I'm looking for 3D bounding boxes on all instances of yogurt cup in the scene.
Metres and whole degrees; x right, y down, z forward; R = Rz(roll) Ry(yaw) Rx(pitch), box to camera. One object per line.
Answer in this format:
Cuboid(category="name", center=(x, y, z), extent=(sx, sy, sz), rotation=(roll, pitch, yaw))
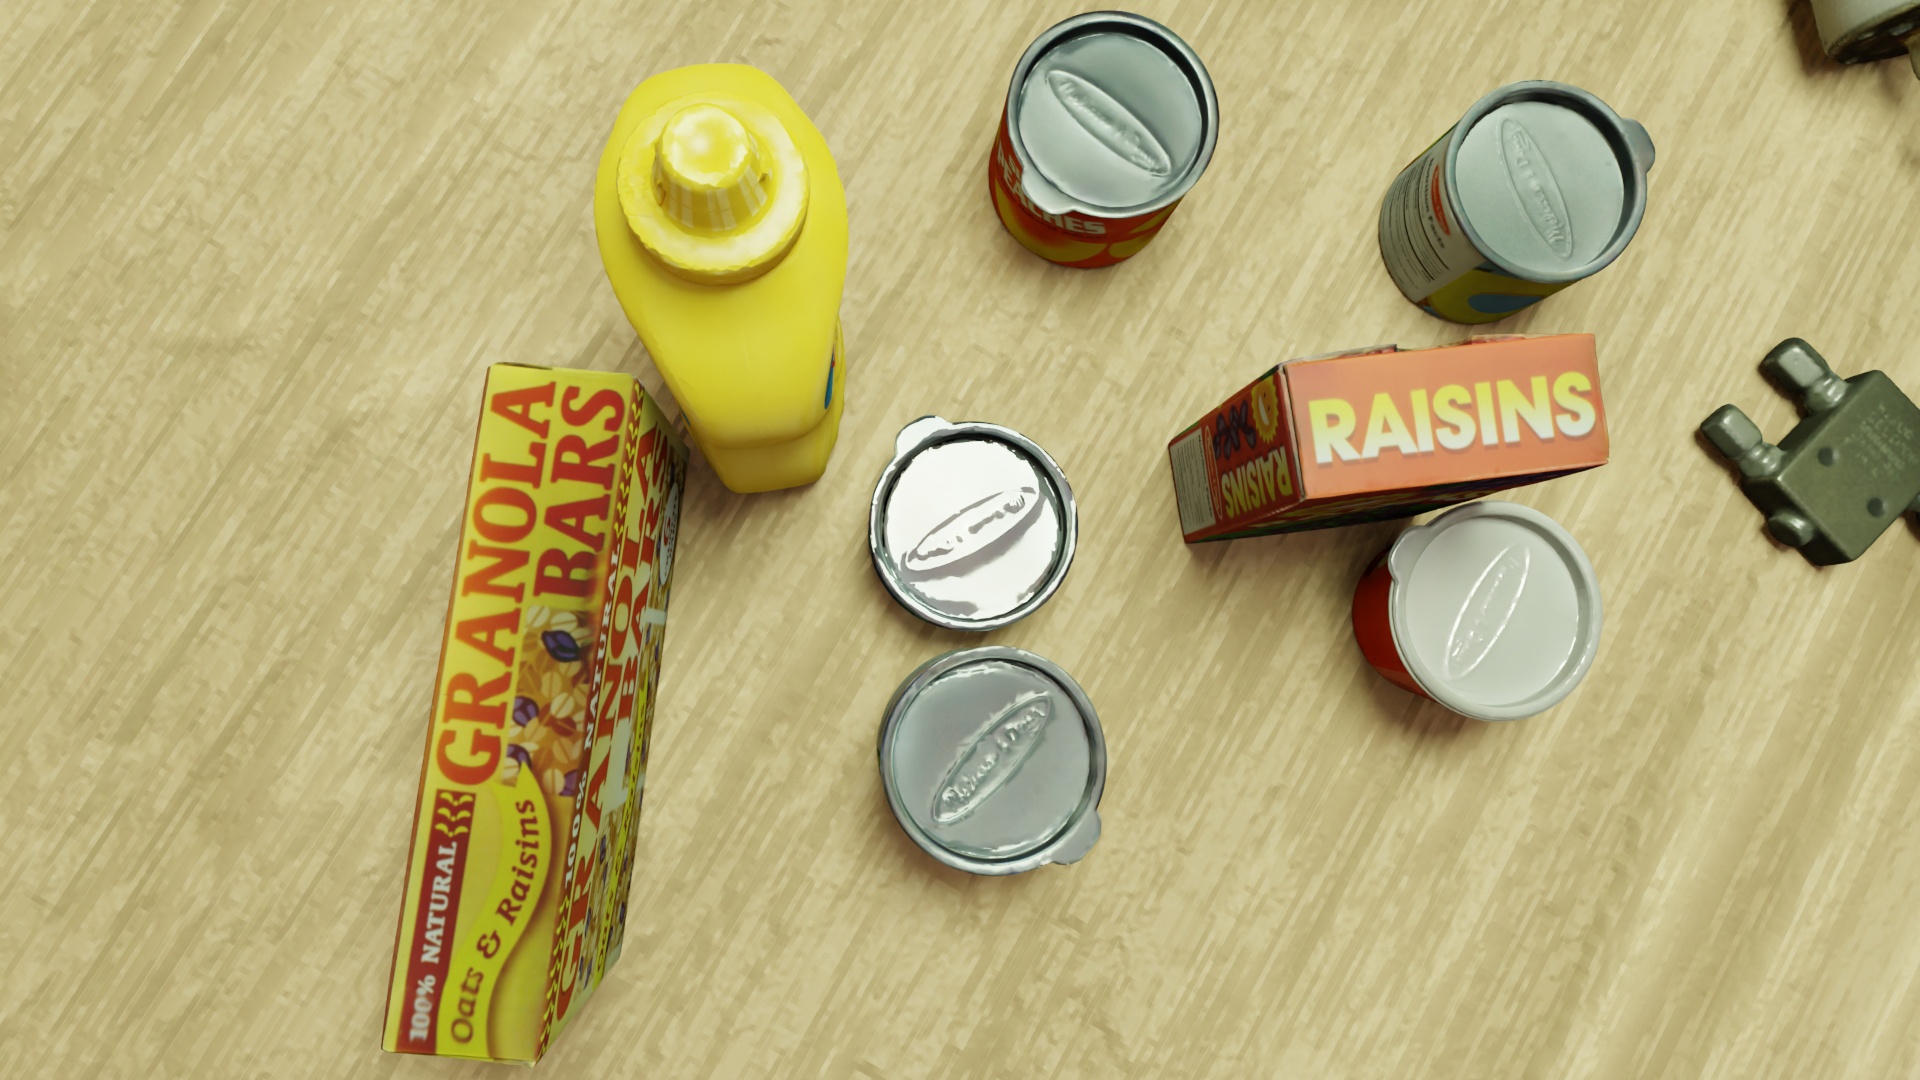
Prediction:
Cuboid(category="yogurt cup", center=(0.162, 0.023, 0.449), extent=(0.072, 0.054, 0.072), rotation=(0, 85, -5))

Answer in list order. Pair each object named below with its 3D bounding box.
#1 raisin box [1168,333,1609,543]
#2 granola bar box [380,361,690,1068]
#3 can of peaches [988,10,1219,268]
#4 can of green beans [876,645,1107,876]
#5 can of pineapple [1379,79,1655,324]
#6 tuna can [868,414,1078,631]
Cuboid(category="raisin box", center=(0.120, -0.028, 0.415), extent=(0.086, 0.123, 0.040), rotation=(-6, 86, -5))
Cuboid(category="granola bar box", center=(-0.112, 0.044, 0.387), extent=(0.039, 0.124, 0.165), rotation=(7, 84, -4))
Cuboid(category="can of peaches", center=(0.042, -0.126, 0.451), extent=(0.071, 0.058, 0.071), rotation=(0, 85, -5))
Cuboid(category="can of green beans", center=(0.007, 0.066, 0.429), extent=(0.071, 0.058, 0.071), rotation=(0, 85, -5))
Cuboid(category="can of pineapple", center=(0.183, -0.110, 0.462), extent=(0.071, 0.058, 0.071), rotation=(0, 85, -5))
Cuboid(category="tuna can", center=(0.002, -0.006, 0.448), extent=(0.071, 0.033, 0.071), rotation=(0, 85, -5))
